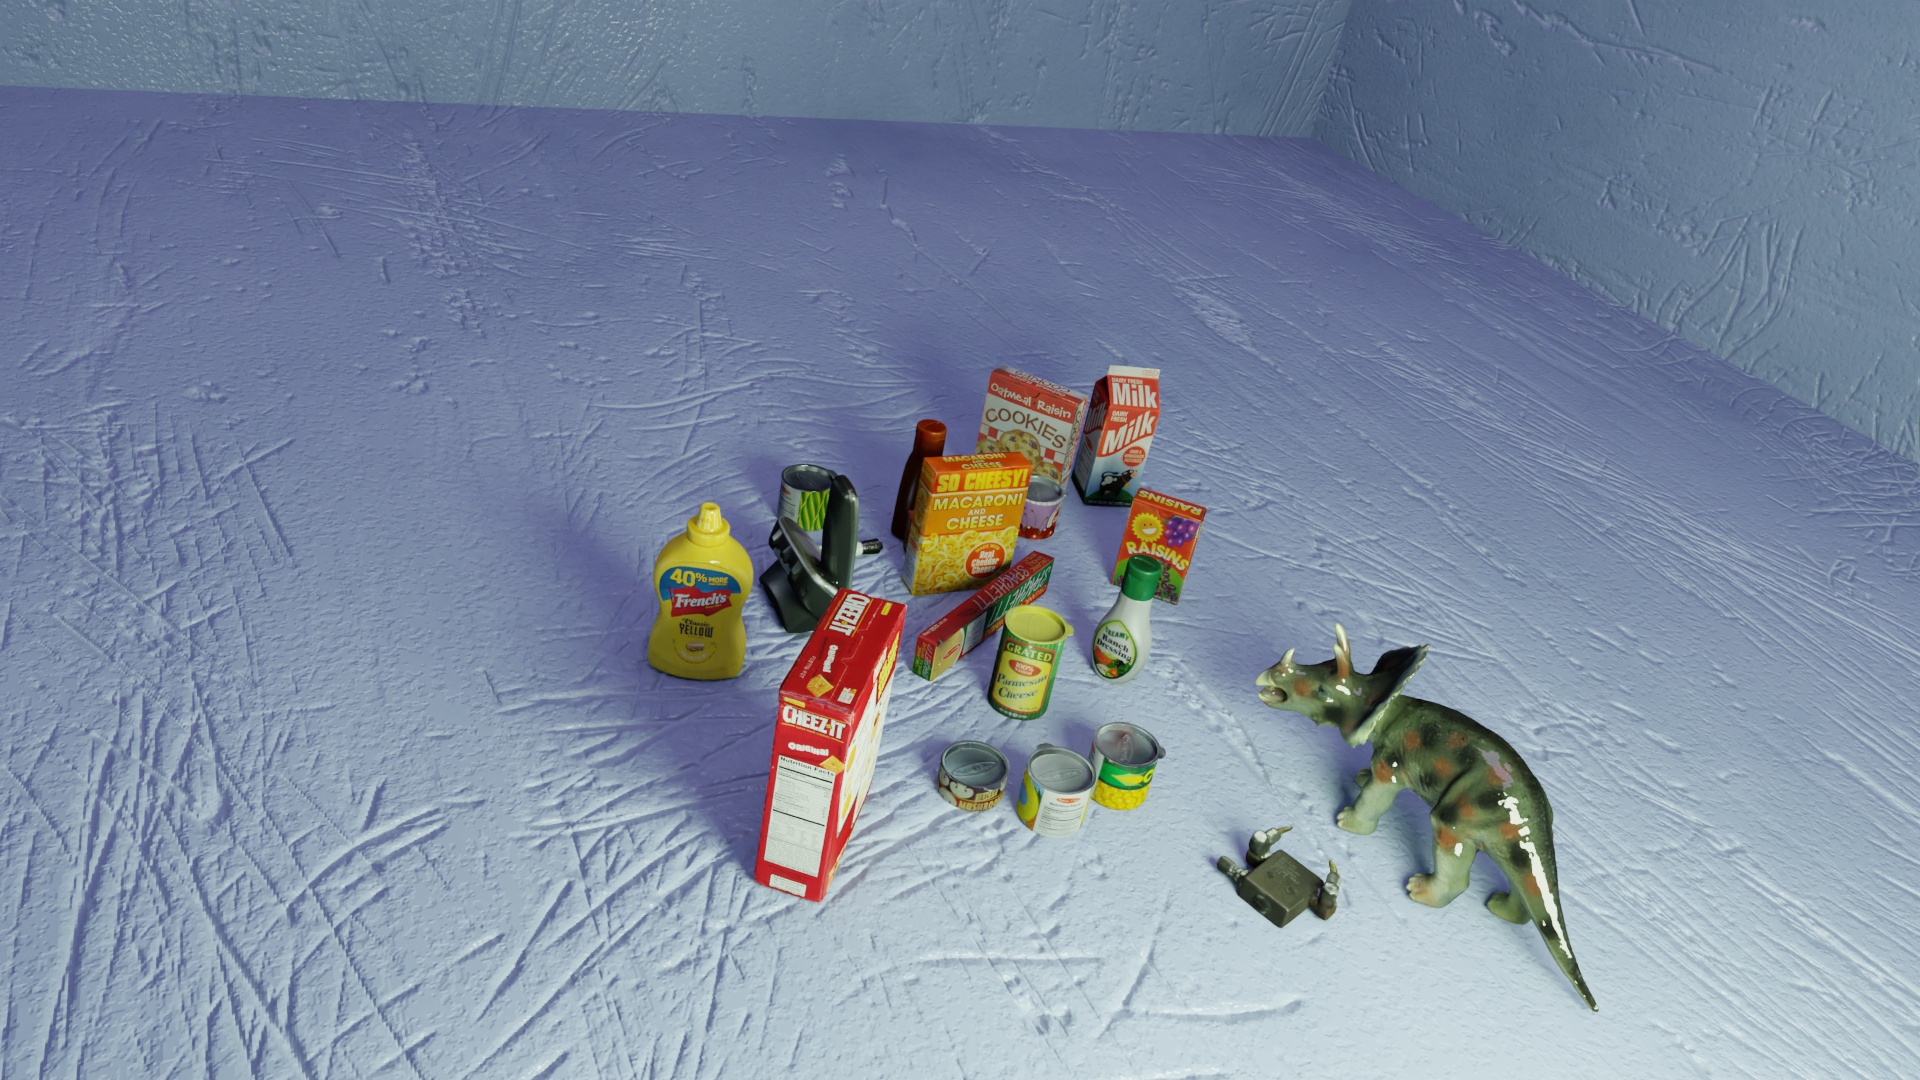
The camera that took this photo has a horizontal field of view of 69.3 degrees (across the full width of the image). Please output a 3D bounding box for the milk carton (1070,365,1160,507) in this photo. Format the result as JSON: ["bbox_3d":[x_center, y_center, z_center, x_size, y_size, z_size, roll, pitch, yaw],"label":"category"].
[{"bbox_3d":[0.208,-0.143,1.831,0.072,0.189,0.074,3,32,-14],"label":"milk carton"}]

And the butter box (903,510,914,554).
[{"bbox_3d":[-0.015,-0.006,1.669,0.103,0.052,0.024,4,32,-12],"label":"butter box"}]

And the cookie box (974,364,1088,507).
[{"bbox_3d":[0.085,-0.128,1.788,0.123,0.166,0.040,22,33,17],"label":"cookie box"}]

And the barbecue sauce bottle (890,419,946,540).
[{"bbox_3d":[-0.045,-0.073,1.675,0.044,0.147,0.065,30,36,28],"label":"barbecue sauce bottle"}]

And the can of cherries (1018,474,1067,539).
[{"bbox_3d":[0.095,-0.041,1.756,0.071,0.058,0.072,8,31,-5],"label":"can of cherries"}]

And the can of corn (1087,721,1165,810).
[{"bbox_3d":[0.159,0.221,1.354,0.071,0.058,0.071,8,31,-5],"label":"can of corn"}]

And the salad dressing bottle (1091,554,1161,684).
[{"bbox_3d":[0.181,0.085,1.495,0.064,0.146,0.044,29,35,27],"label":"salad dressing bottle"}]

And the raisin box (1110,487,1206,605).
[{"bbox_3d":[0.236,0.007,1.662,0.086,0.122,0.040,19,32,12],"label":"raisin box"}]

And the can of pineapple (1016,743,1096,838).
[{"bbox_3d":[0.089,0.236,1.308,0.071,0.057,0.071,8,31,-5],"label":"can of pineapple"}]

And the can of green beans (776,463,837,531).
[{"bbox_3d":[-0.187,-0.052,1.681,0.071,0.057,0.071,8,31,-5],"label":"can of green beans"}]

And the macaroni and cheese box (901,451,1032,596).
[{"bbox_3d":[0.006,-0.020,1.589,0.124,0.165,0.040,-5,35,-26],"label":"macaroni and cheese box"}]

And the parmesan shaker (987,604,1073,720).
[{"bbox_3d":[0.071,0.127,1.433,0.071,0.102,0.071,8,31,-5],"label":"parmesan shaker"}]

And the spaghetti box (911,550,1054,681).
[{"bbox_3d":[0.029,0.080,1.547,0.029,0.050,0.251,26,34,23],"label":"spaghetti box"}]

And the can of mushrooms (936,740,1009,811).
[{"bbox_3d":[0.013,0.225,1.322,0.071,0.033,0.071,8,31,-5],"label":"can of mushrooms"}]
